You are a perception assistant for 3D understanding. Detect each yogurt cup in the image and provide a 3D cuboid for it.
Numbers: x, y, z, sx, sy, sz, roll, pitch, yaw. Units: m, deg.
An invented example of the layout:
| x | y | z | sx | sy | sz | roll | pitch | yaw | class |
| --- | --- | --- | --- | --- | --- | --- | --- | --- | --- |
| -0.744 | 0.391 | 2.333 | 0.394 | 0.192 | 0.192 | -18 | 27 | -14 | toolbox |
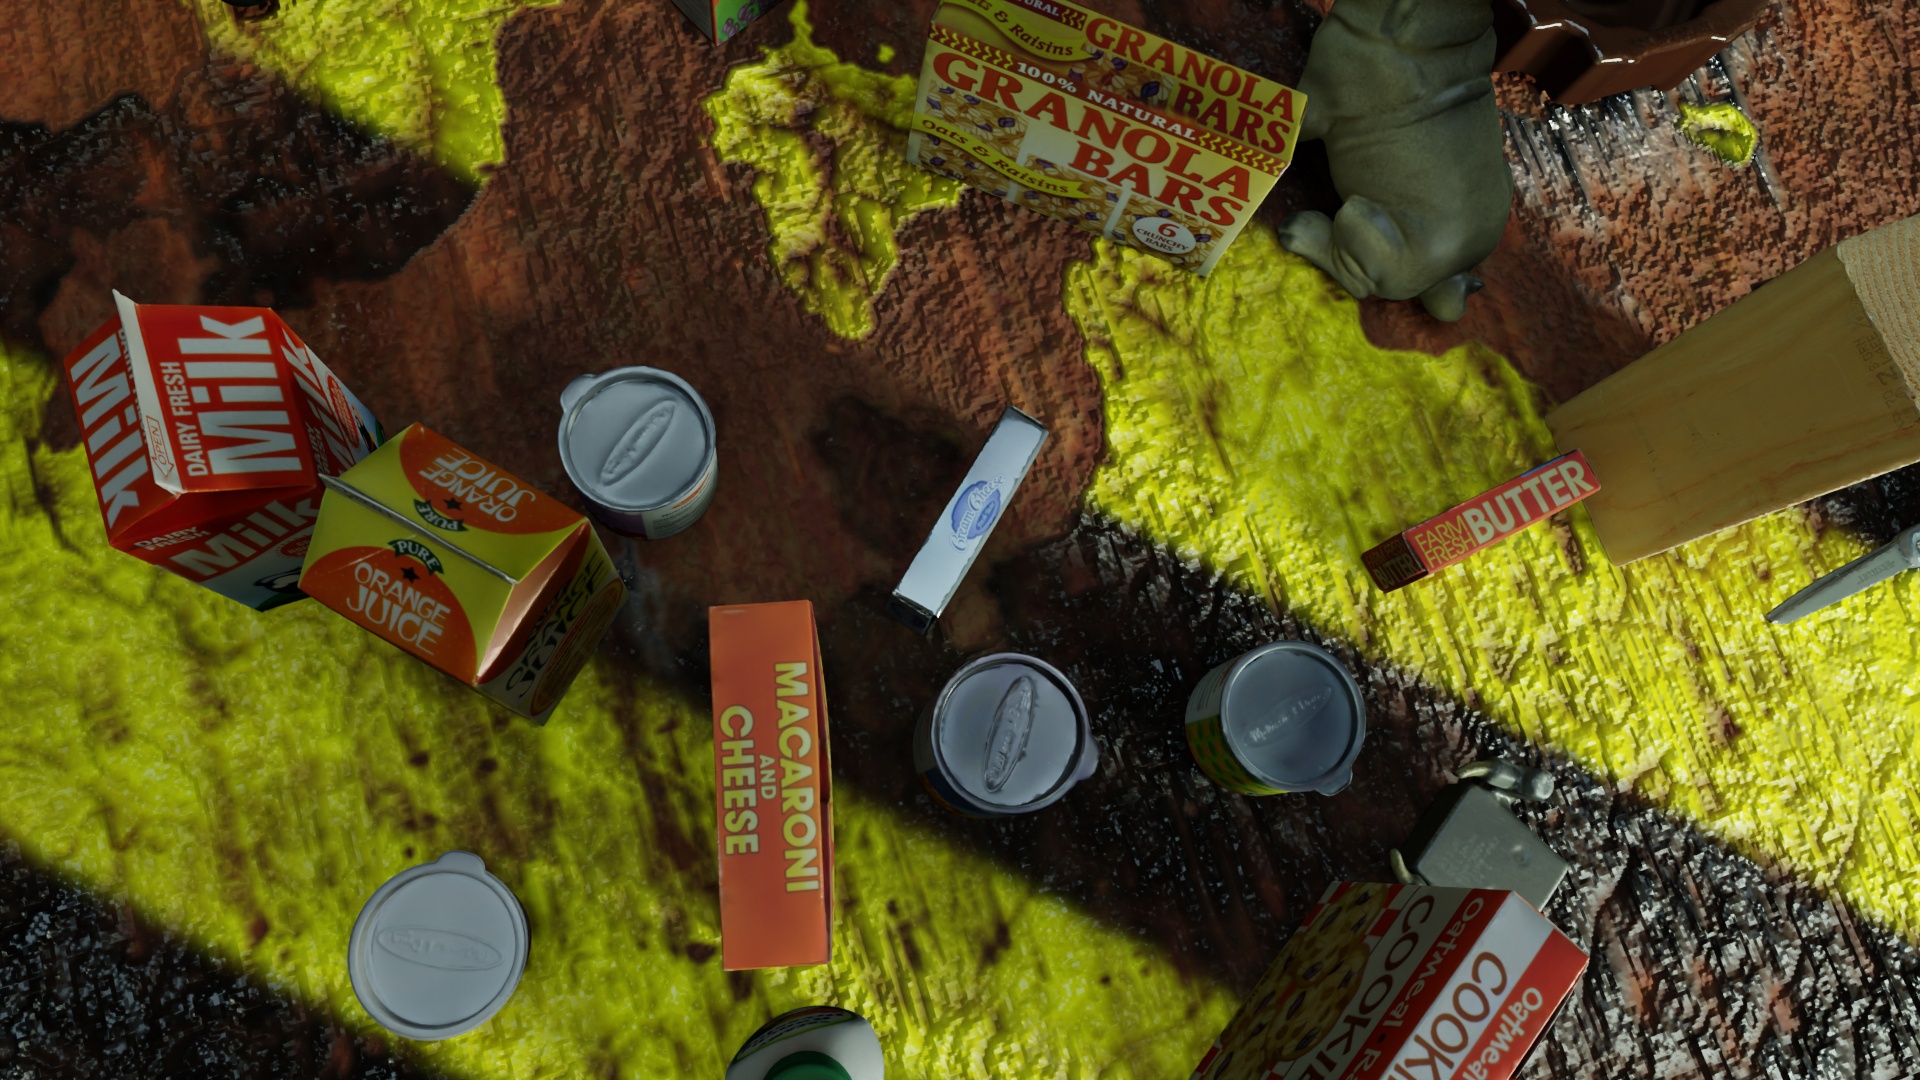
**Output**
| x | y | z | sx | sy | sz | roll | pitch | yaw | class |
| --- | --- | --- | --- | --- | --- | --- | --- | --- | --- |
| -0.208 | 0.166 | 0.568 | 0.072 | 0.054 | 0.072 | 2 | 77 | -7 | yogurt cup |

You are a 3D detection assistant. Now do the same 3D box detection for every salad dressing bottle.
| x | y | z | sx | sy | sz | roll | pitch | yaw | class |
| --- | --- | --- | --- | --- | --- | --- | --- | --- | --- |
| -0.059 | 0.208 | 0.529 | 0.064 | 0.147 | 0.044 | -16 | 80 | -11 | salad dressing bottle |

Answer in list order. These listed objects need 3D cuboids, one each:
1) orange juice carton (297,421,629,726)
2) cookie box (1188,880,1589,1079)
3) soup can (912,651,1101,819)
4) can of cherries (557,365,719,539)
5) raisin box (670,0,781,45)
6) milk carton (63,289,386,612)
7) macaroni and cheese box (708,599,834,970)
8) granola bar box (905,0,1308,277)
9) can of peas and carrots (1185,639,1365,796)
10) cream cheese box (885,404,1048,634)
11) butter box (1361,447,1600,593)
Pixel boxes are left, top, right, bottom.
| x | y | z | sx | sy | sz | roll | pitch | yaw | class |
| --- | --- | --- | --- | --- | --- | --- | --- | --- | --- |
| -0.186 | 0.016 | 0.535 | 0.072 | 0.192 | 0.073 | 30 | 75 | 0 | orange juice carton |
| 0.159 | 0.196 | 0.550 | 0.040 | 0.167 | 0.123 | 41 | 75 | 3 | cookie box |
| 0.018 | 0.088 | 0.601 | 0.071 | 0.083 | 0.071 | 2 | 77 | -7 | soup can |
| -0.144 | -0.040 | 0.623 | 0.071 | 0.058 | 0.071 | 2 | 77 | -7 | can of cherries |
| -0.099 | -0.305 | 0.659 | 0.086 | 0.123 | 0.040 | -41 | 85 | -14 | raisin box |
| -0.275 | -0.030 | 0.536 | 0.073 | 0.190 | 0.072 | -18 | 80 | -11 | milk carton |
| -0.073 | 0.098 | 0.544 | 0.040 | 0.166 | 0.124 | -3 | 77 | -8 | macaroni and cheese box |
| 0.063 | -0.194 | 0.653 | 0.165 | 0.124 | 0.039 | 21 | 75 | -2 | granola bar box |
| 0.143 | 0.084 | 0.631 | 0.071 | 0.058 | 0.071 | 2 | 77 | -7 | can of peas and carrots |
| 0.002 | -0.008 | 0.637 | 0.024 | 0.053 | 0.104 | 31 | 75 | 0 | cream cheese box |
| 0.250 | -0.009 | 0.670 | 0.104 | 0.053 | 0.024 | -24 | 81 | -12 | butter box |
